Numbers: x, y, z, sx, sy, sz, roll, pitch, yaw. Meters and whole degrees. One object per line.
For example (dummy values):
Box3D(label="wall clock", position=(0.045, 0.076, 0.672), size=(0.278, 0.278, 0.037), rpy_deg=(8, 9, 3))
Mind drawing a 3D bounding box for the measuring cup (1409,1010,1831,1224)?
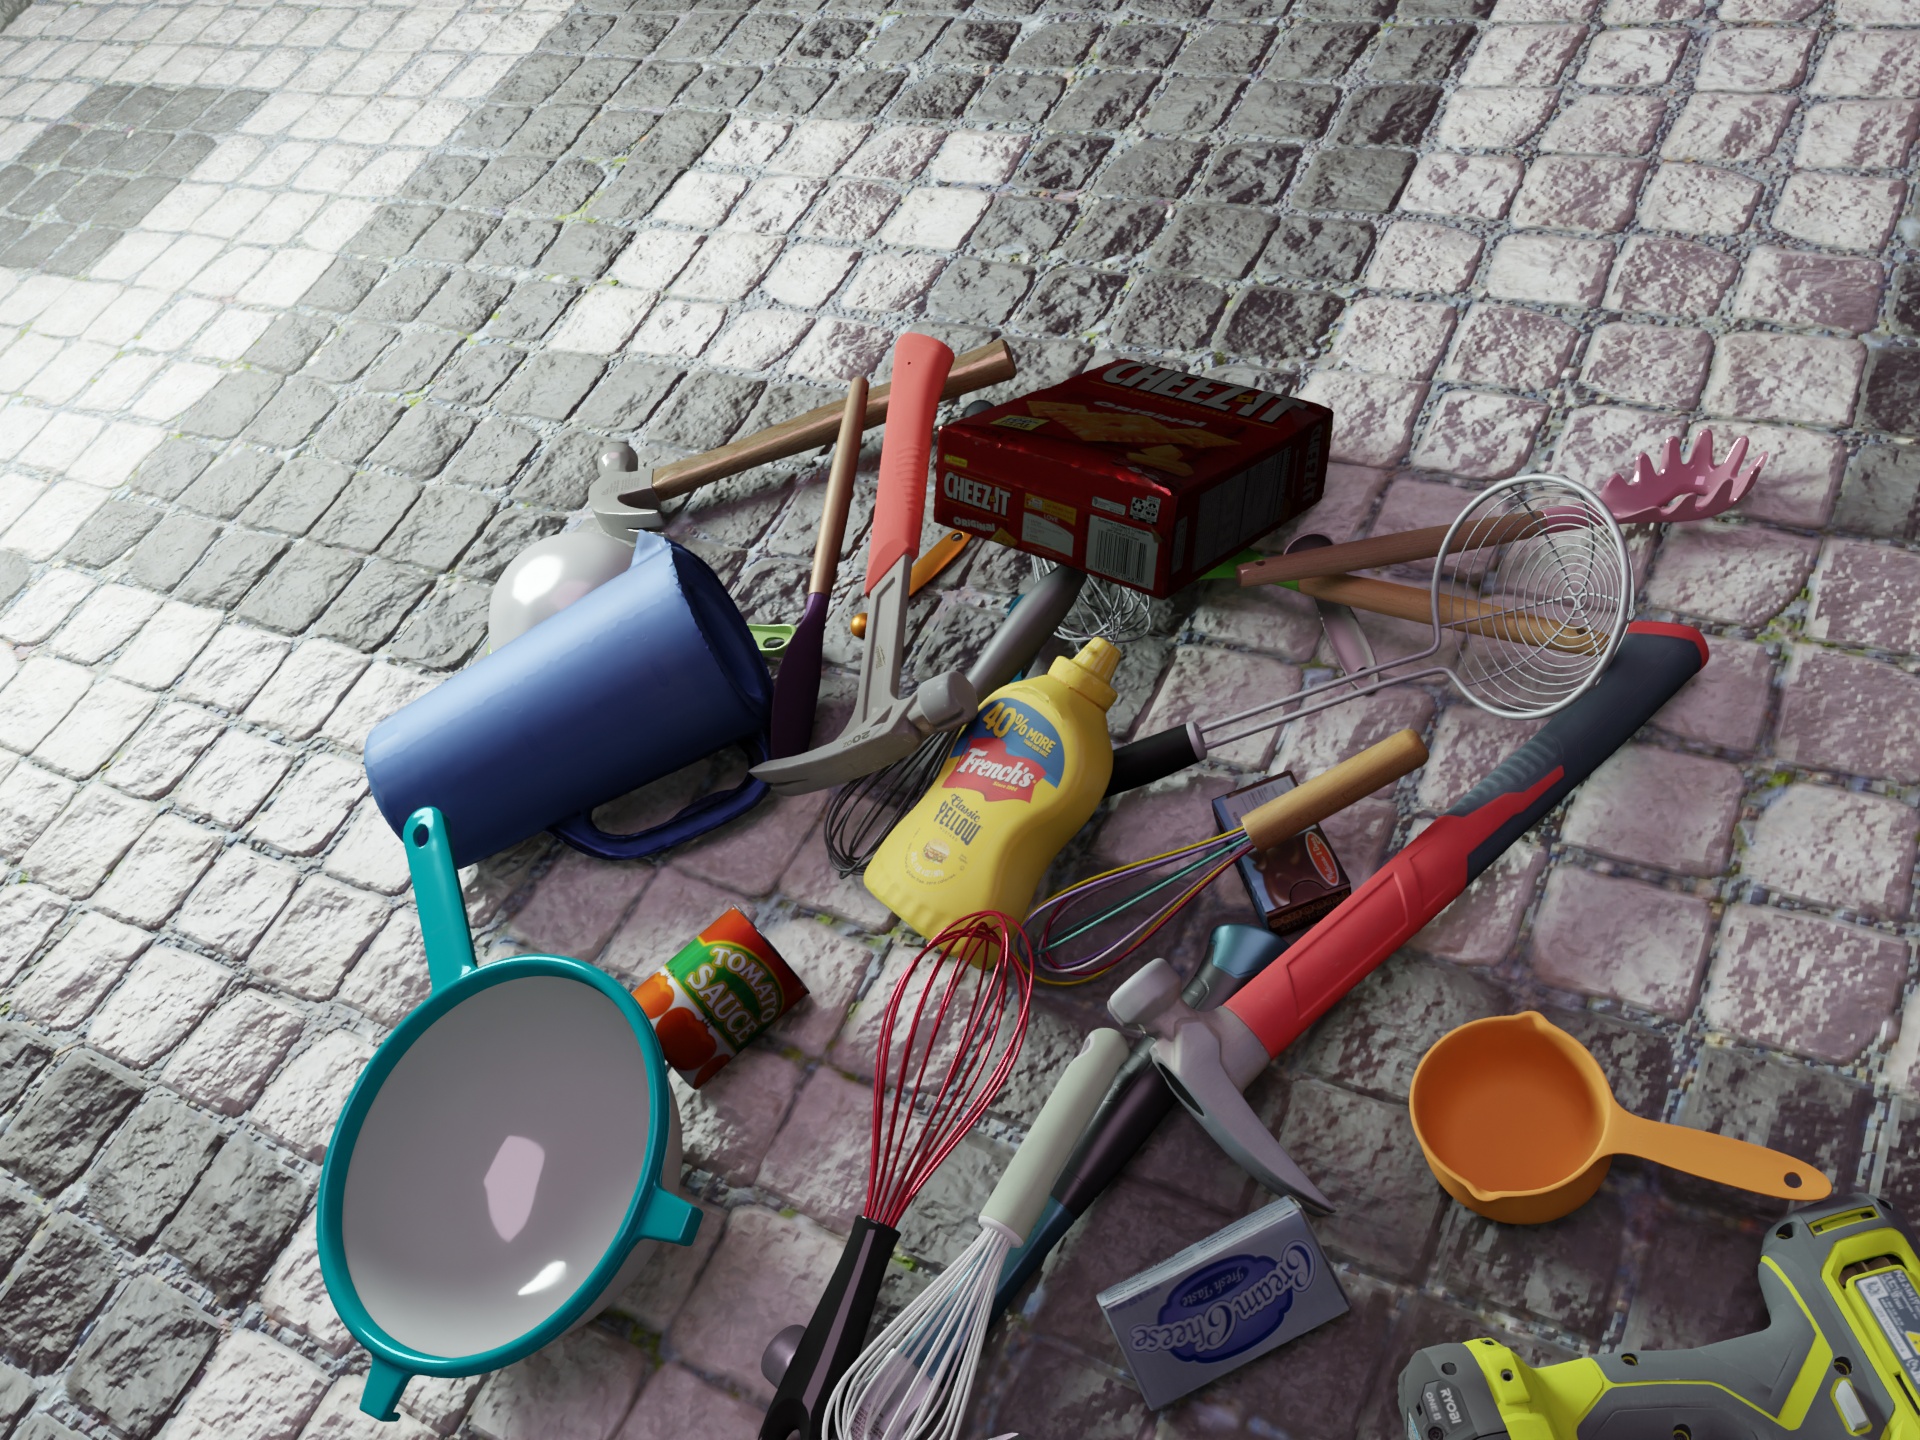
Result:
Box3D(label="measuring cup", position=(0.293, 0.194, 0.716), size=(0.174, 0.052, 0.095), rpy_deg=(10, 58, 29))

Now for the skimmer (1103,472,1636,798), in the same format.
Box3D(label="skimmer", position=(0.178, -0.018, 0.864), size=(0.363, 0.090, 0.127), rpy_deg=(-21, 65, 17))

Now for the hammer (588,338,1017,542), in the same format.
Box3D(label="hammer", position=(-0.118, -0.209, 1.168), size=(0.331, 0.031, 0.130), rpy_deg=(-18, 39, 7))

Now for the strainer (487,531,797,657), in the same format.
Box3D(label="strainer", position=(-0.231, -0.078, 1.101), size=(0.256, 0.069, 0.152), rpy_deg=(6, 56, 25))

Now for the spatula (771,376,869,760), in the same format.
Box3D(label="spatula", position=(-0.091, -0.104, 1.058), size=(0.018, 0.059, 0.316), rpy_deg=(-2, 60, 19))

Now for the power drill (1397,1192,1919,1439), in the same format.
Box3D(label="power drill", position=(0.303, 0.299, 0.625), size=(0.223, 0.080, 0.171), rpy_deg=(-17, 49, 2))

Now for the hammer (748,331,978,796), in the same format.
Box3D(label="hammer", position=(-0.048, -0.118, 1.023), size=(0.149, 0.036, 0.359), rpy_deg=(-21, 46, 29))

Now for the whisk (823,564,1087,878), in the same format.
Box3D(label="whisk", position=(-0.001, -0.002, 0.949), size=(0.055, 0.055, 0.239), rpy_deg=(36, 86, 36))

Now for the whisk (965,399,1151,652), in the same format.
Box3D(label="whisk", position=(0.052, -0.138, 1.062), size=(0.070, 0.070, 0.285), rpy_deg=(-25, 45, -1))

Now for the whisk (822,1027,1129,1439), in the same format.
Box3D(label="whisk", position=(0.016, 0.246, 0.744), size=(0.059, 0.057, 0.246), rpy_deg=(35, 63, 1))

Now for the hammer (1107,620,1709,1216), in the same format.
Box3D(label="hammer", position=(0.264, 0.080, 0.818), size=(0.386, 0.038, 0.143), rpy_deg=(-37, 74, -17))

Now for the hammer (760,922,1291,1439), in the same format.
Box3D(label="hammer", position=(0.054, 0.228, 0.791), size=(0.128, 0.033, 0.331), rpy_deg=(29, 67, 35))

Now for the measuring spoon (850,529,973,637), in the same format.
Box3D(label="measuring spoon", position=(-0.032, -0.098, 1.086), size=(0.117, 0.011, 0.021), rpy_deg=(-44, 53, -16))

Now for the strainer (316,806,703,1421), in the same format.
Box3D(label="strainer", position=(-0.245, 0.192, 0.872), size=(0.211, 0.095, 0.341), rpy_deg=(-32, 51, 6))

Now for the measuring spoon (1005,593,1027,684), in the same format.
Box3D(label="measuring spoon", position=(0.036, -0.033, 1.014), size=(0.042, 0.021, 0.129), rpy_deg=(-4, 43, 17))

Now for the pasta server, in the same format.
Box3D(label="pasta server", position=(0.315, -0.118, 0.930), size=(0.316, 0.040, 0.060), rpy_deg=(-10, 36, -5))

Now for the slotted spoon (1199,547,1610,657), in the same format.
Box3D(label="slotted spoon", position=(0.228, -0.080, 0.944), size=(0.314, 0.031, 0.070), rpy_deg=(19, 51, 37))

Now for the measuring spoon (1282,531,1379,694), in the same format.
Box3D(label="measuring spoon", position=(0.230, -0.064, 0.971), size=(0.034, 0.018, 0.124), rpy_deg=(-26, 55, 15))

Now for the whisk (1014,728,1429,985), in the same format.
Box3D(label="whisk", position=(0.137, 0.074, 0.846), size=(0.245, 0.051, 0.047), rpy_deg=(-30, 74, 12))

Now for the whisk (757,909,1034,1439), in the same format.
Box3D(label="whisk", position=(-0.033, 0.225, 0.770), size=(0.073, 0.073, 0.296), rpy_deg=(11, 64, 26))
